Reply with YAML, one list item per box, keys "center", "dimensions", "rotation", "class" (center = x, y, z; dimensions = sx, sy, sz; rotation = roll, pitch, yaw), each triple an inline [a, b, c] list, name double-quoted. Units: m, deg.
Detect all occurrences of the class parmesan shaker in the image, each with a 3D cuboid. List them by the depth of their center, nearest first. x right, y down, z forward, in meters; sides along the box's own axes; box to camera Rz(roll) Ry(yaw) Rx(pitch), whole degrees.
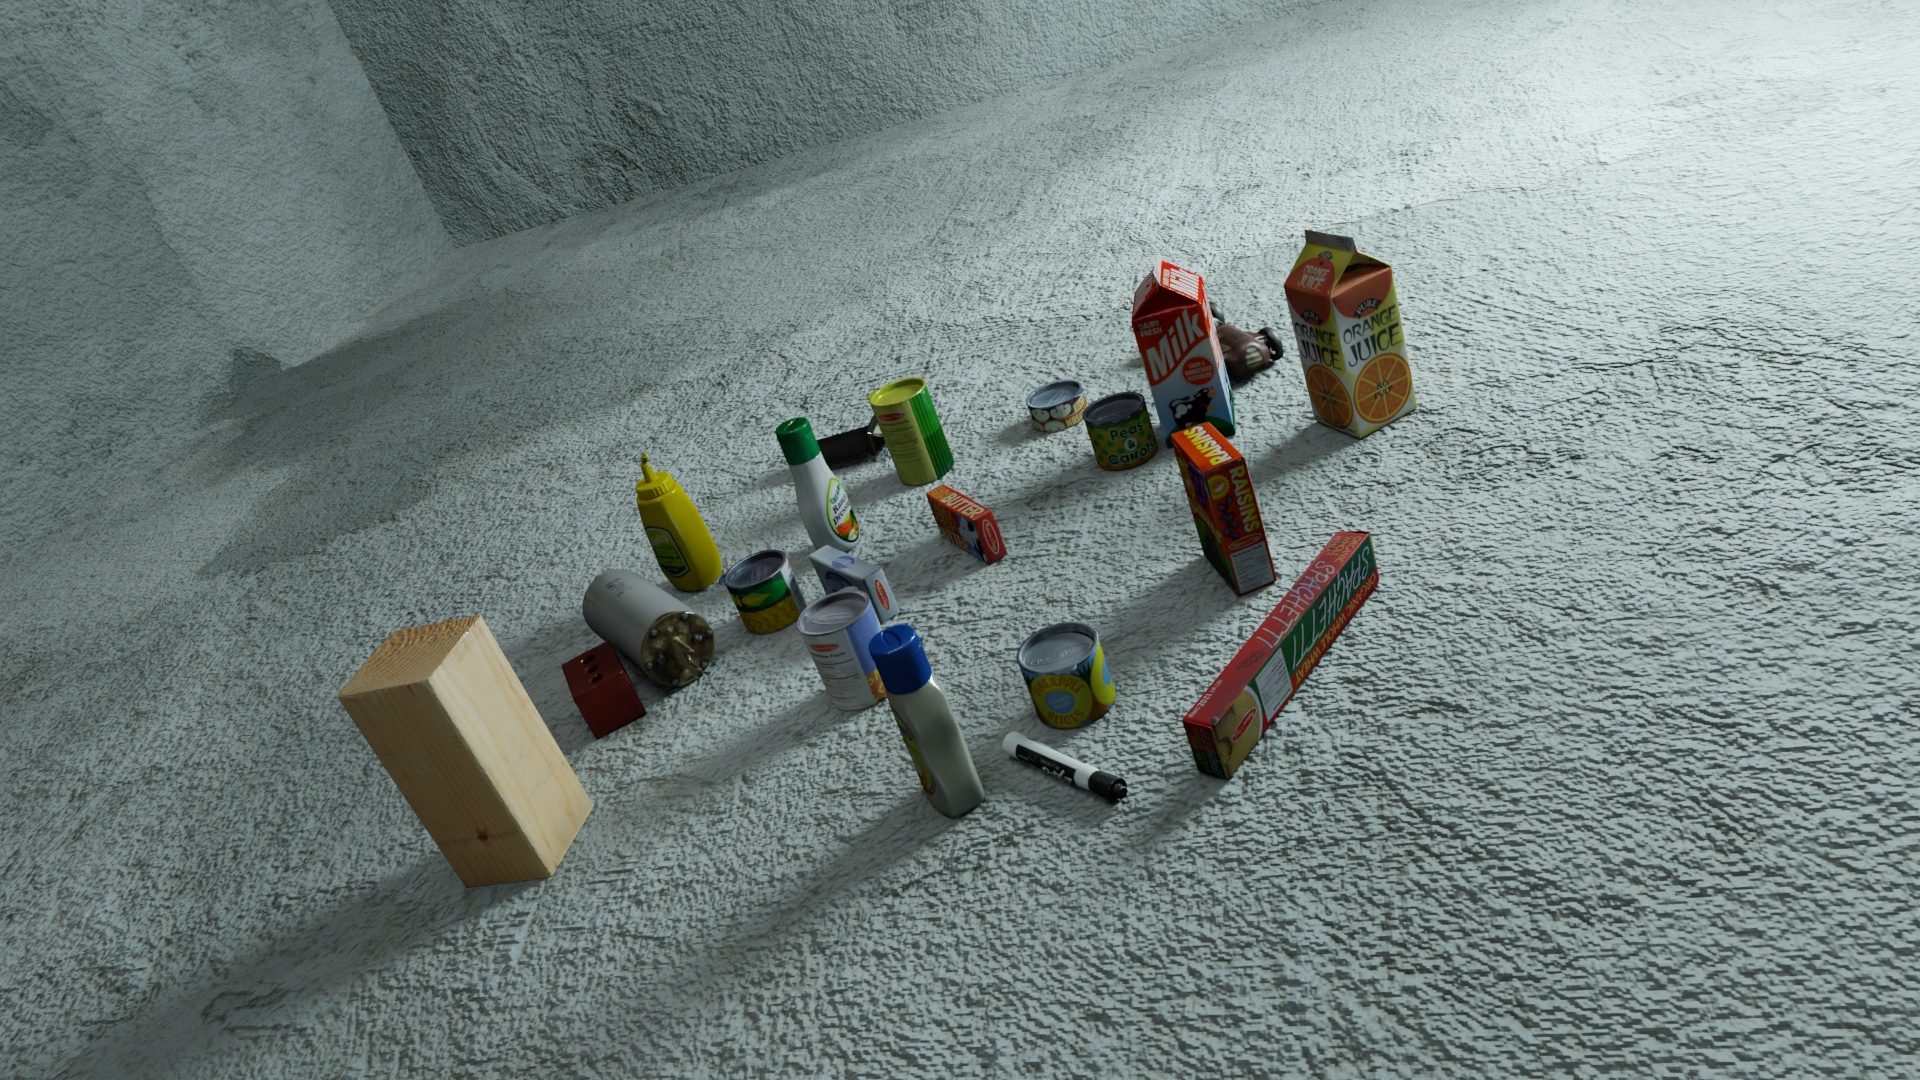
- center: [-0.055, -0.121, 1.543]
  dimensions: [0.071, 0.102, 0.071]
  rotation: [-16, 28, 9]
  class: "parmesan shaker"

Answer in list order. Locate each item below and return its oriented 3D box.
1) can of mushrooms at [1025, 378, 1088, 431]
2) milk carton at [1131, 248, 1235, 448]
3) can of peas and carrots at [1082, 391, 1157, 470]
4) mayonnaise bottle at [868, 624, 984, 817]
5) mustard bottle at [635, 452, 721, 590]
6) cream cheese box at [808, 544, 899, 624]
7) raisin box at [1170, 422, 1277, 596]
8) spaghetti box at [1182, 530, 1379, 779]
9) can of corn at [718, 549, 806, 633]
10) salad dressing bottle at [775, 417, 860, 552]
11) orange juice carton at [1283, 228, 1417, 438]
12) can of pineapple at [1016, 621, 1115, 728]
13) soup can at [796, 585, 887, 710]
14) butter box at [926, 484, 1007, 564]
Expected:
- center: [0.111, -0.152, 1.563]
  dimensions: [0.071, 0.033, 0.071]
  rotation: [-16, 28, 9]
  class: "can of mushrooms"
- center: [0.221, -0.196, 1.400]
  dimensions: [0.073, 0.189, 0.073]
  rotation: [-12, 28, 17]
  class: "milk carton"
- center: [0.165, -0.112, 1.427]
  dimensions: [0.071, 0.058, 0.071]
  rotation: [-16, 28, 9]
  class: "can of peas and carrots"
- center: [-0.027, 0.131, 1.021]
  dimensions: [0.041, 0.147, 0.065]
  rotation: [-28, 28, -14]
  class: "mayonnaise bottle"
- center: [-0.308, -0.022, 1.472]
  dimensions: [0.065, 0.159, 0.049]
  rotation: [2, 35, 36]
  class: "mustard bottle"
- center: [-0.103, 0.041, 1.336]
  dimensions: [0.024, 0.053, 0.104]
  rotation: [-34, 30, -25]
  class: "cream cheese box"
- center: [0.220, -0.027, 1.168]
  dimensions: [0.040, 0.123, 0.086]
  rotation: [-21, 27, -1]
  class: "raisin box"
- center: [0.245, 0.079, 1.038]
  dimensions: [0.028, 0.050, 0.251]
  rotation: [7, 38, 42]
  class: "spaghetti box"
- center: [-0.195, 0.052, 1.373]
  dimensions: [0.071, 0.058, 0.071]
  rotation: [-16, 28, 9]
  class: "can of corn"
- center: [-0.149, -0.056, 1.441]
  dimensions: [0.044, 0.147, 0.064]
  rotation: [-6, 30, 26]
  class: "salad dressing bottle"
- center: [0.365, -0.201, 1.310]
  dimensions: [0.073, 0.192, 0.072]
  rotation: [-28, 28, -14]
  class: "orange juice carton"
- center: [0.083, 0.107, 1.088]
  dimensions: [0.071, 0.057, 0.071]
  rotation: [-16, 28, 9]
  class: "can of pineapple"
- center: [-0.095, 0.093, 1.203]
  dimensions: [0.071, 0.083, 0.072]
  rotation: [-16, 28, 9]
  class: "soup can"
- center: [0.005, -0.017, 1.370]
  dimensions: [0.024, 0.053, 0.103]
  rotation: [-30, 29, -17]
  class: "butter box"
